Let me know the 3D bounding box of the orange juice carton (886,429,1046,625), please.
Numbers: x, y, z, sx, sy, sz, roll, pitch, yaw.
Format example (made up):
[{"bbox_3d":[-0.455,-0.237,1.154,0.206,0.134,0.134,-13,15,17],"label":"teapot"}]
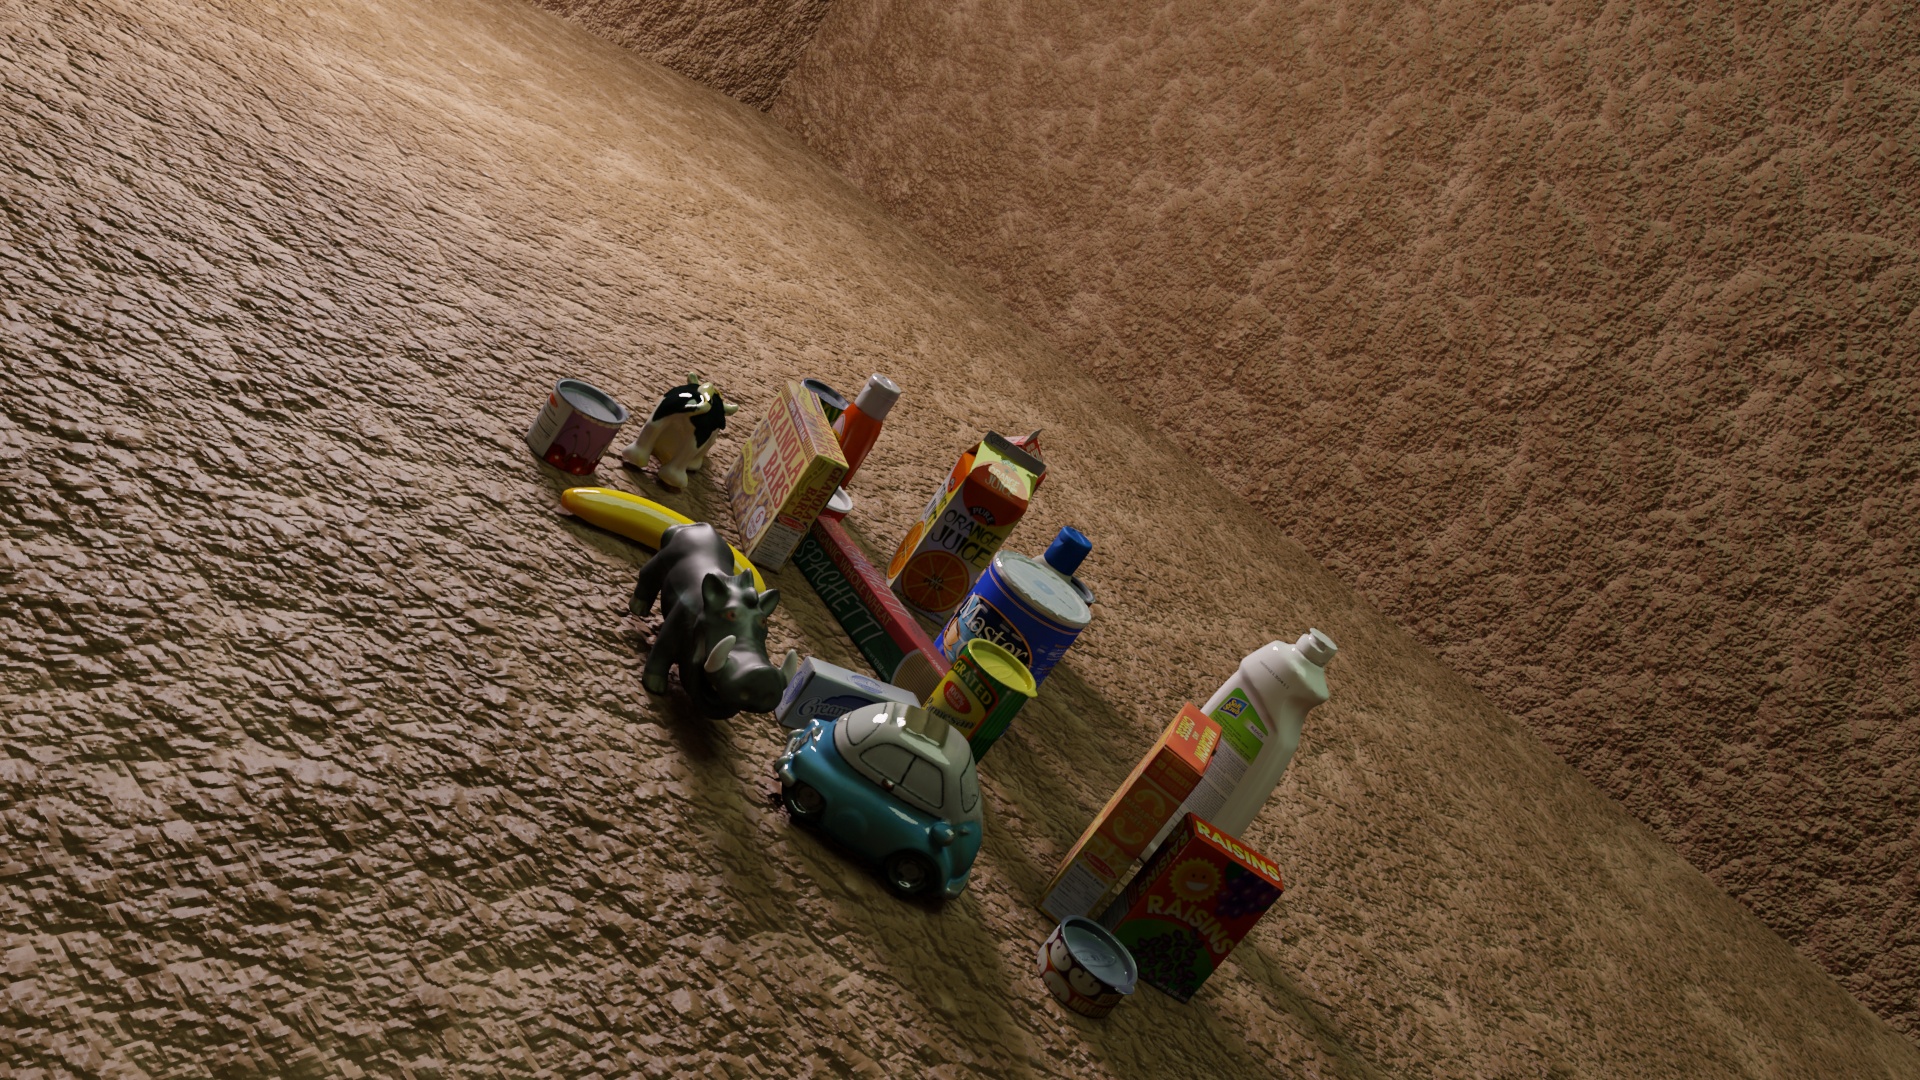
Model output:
[{"bbox_3d":[0.005,-0.018,1.399,0.072,0.192,0.073,31,17,-14],"label":"orange juice carton"}]

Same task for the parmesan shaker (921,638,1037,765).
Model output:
[{"bbox_3d":[0.007,0.142,1.133,0.071,0.102,0.071,32,17,-11],"label":"parmesan shaker"}]

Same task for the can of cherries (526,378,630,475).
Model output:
[{"bbox_3d":[-0.332,-0.098,1.208,0.071,0.058,0.072,32,17,-11],"label":"can of cherries"}]

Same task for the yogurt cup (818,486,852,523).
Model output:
[{"bbox_3d":[-0.149,-0.030,1.379,0.072,0.053,0.072,32,17,-11],"label":"yogurt cup"}]

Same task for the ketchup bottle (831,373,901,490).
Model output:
[{"bbox_3d":[-0.117,-0.108,1.485,0.043,0.148,0.065,26,19,-29],"label":"ketchup bottle"}]

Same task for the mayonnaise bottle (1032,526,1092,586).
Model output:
[{"bbox_3d":[0.078,0.053,1.424,0.041,0.147,0.065,26,19,-30],"label":"mayonnaise bottle"}]

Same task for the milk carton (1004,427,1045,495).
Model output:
[{"bbox_3d":[0.030,-0.045,1.520,0.073,0.190,0.072,37,17,4],"label":"milk carton"}]

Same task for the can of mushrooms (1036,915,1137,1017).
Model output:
[{"bbox_3d":[0.090,0.303,0.981,0.071,0.033,0.071,32,17,-11],"label":"can of mushrooms"}]

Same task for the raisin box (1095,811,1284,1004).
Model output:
[{"bbox_3d":[0.172,0.277,1.048,0.086,0.123,0.040,33,17,-8],"label":"raisin box"}]

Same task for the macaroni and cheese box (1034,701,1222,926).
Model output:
[{"bbox_3d":[0.133,0.213,1.074,0.040,0.166,0.124,38,17,8],"label":"macaroni and cheese box"}]

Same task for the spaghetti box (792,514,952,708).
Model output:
[{"bbox_3d":[-0.080,0.067,1.256,0.029,0.050,0.251,16,26,-48],"label":"spaghetti box"}]

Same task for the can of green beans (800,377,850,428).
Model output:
[{"bbox_3d":[-0.172,-0.151,1.647,0.071,0.057,0.071,32,17,-11],"label":"can of green beans"}]

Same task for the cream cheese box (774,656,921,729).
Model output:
[{"bbox_3d":[-0.087,0.130,1.073,0.104,0.053,0.024,24,20,-33],"label":"cream cheese box"}]

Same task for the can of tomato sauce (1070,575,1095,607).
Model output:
[{"bbox_3d":[0.095,0.078,1.499,0.071,0.083,0.071,32,17,-11],"label":"can of tomato sauce"}]

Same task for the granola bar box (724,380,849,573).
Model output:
[{"bbox_3d":[-0.167,-0.063,1.313,0.039,0.124,0.166,26,19,-29],"label":"granola bar box"}]
